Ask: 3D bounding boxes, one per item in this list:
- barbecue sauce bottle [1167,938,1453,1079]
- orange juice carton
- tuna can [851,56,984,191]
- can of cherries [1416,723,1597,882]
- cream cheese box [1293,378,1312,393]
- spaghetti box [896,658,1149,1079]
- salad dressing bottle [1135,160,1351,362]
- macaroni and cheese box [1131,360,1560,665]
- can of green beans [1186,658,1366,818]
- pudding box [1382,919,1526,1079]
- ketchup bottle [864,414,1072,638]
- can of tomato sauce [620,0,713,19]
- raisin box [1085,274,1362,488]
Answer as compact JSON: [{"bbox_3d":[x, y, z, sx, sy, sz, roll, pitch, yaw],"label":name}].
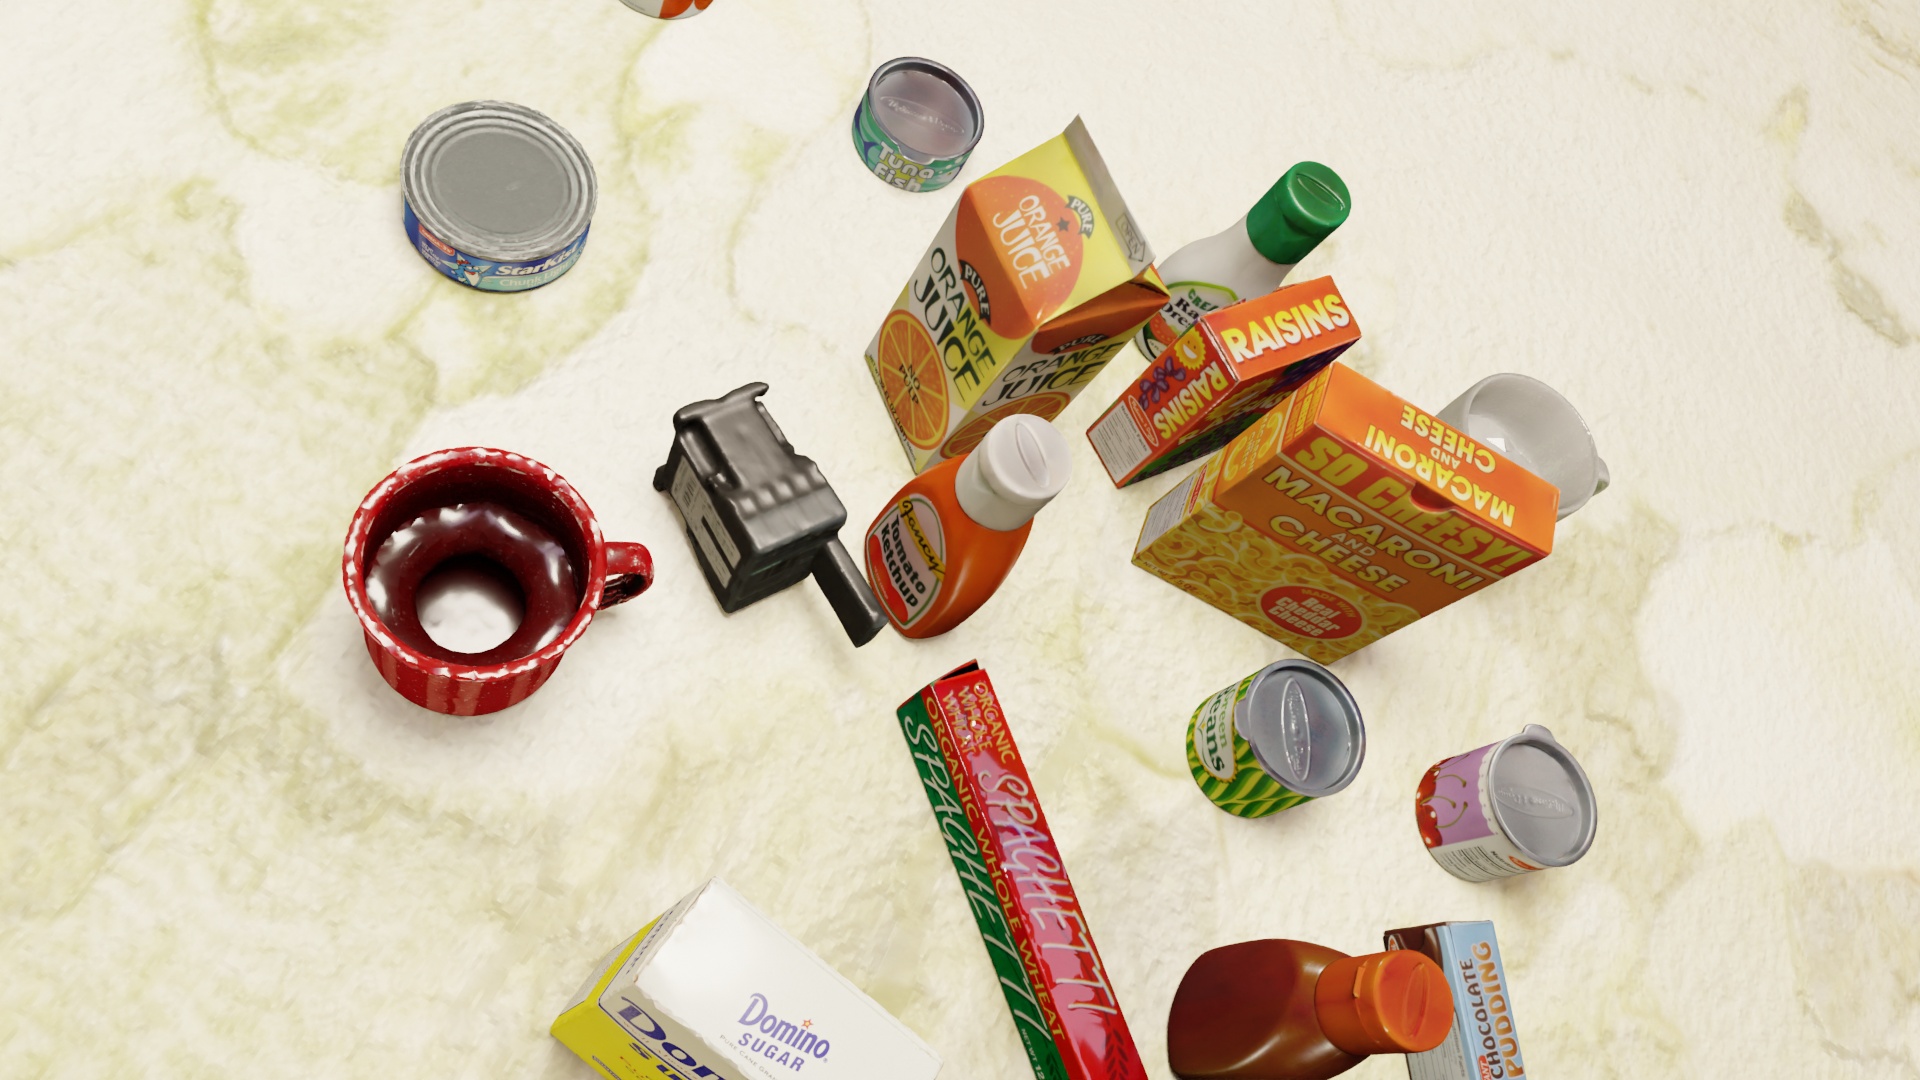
[{"bbox_3d":[0.140,0.194,0.572,0.043,0.148,0.065,28,61,-9],"label":"barbecue sauce bottle"},{"bbox_3d":[0.027,-0.106,0.628,0.073,0.192,0.072,-17,76,-27],"label":"orange juice carton"},{"bbox_3d":[-0.024,-0.222,0.748,0.071,0.032,0.071,8,66,-19],"label":"tuna can"},{"bbox_3d":[0.276,0.134,0.705,0.071,0.058,0.072,8,66,-19],"label":"can of cherries"},{"bbox_3d":[0.186,-0.056,0.752,0.024,0.053,0.104,-22,78,-28],"label":"cream cheese box"},{"bbox_3d":[0.035,0.175,0.594,0.029,0.050,0.250,-15,75,-27],"label":"spaghetti box"},{"bbox_3d":[0.143,-0.138,0.715,0.064,0.147,0.044,34,60,-6],"label":"salad dressing bottle"},{"bbox_3d":[0.176,-0.005,0.661,0.124,0.165,0.040,27,61,-10],"label":"macaroni and cheese box"},{"bbox_3d":[0.151,0.096,0.670,0.071,0.057,0.071,8,66,-19],"label":"can of green beans"},{"bbox_3d":[0.233,0.224,0.655,0.030,0.049,0.084,3,68,-21],"label":"pudding box"},{"bbox_3d":[0.002,-0.008,0.601,0.044,0.148,0.065,-16,76,-27],"label":"ketchup bottle"},{"bbox_3d":[-0.146,-0.321,0.711,0.071,0.082,0.071,8,66,-19],"label":"can of tomato sauce"},{"bbox_3d":[0.129,-0.078,0.698,0.086,0.123,0.040,-21,78,-28],"label":"raisin box"}]
